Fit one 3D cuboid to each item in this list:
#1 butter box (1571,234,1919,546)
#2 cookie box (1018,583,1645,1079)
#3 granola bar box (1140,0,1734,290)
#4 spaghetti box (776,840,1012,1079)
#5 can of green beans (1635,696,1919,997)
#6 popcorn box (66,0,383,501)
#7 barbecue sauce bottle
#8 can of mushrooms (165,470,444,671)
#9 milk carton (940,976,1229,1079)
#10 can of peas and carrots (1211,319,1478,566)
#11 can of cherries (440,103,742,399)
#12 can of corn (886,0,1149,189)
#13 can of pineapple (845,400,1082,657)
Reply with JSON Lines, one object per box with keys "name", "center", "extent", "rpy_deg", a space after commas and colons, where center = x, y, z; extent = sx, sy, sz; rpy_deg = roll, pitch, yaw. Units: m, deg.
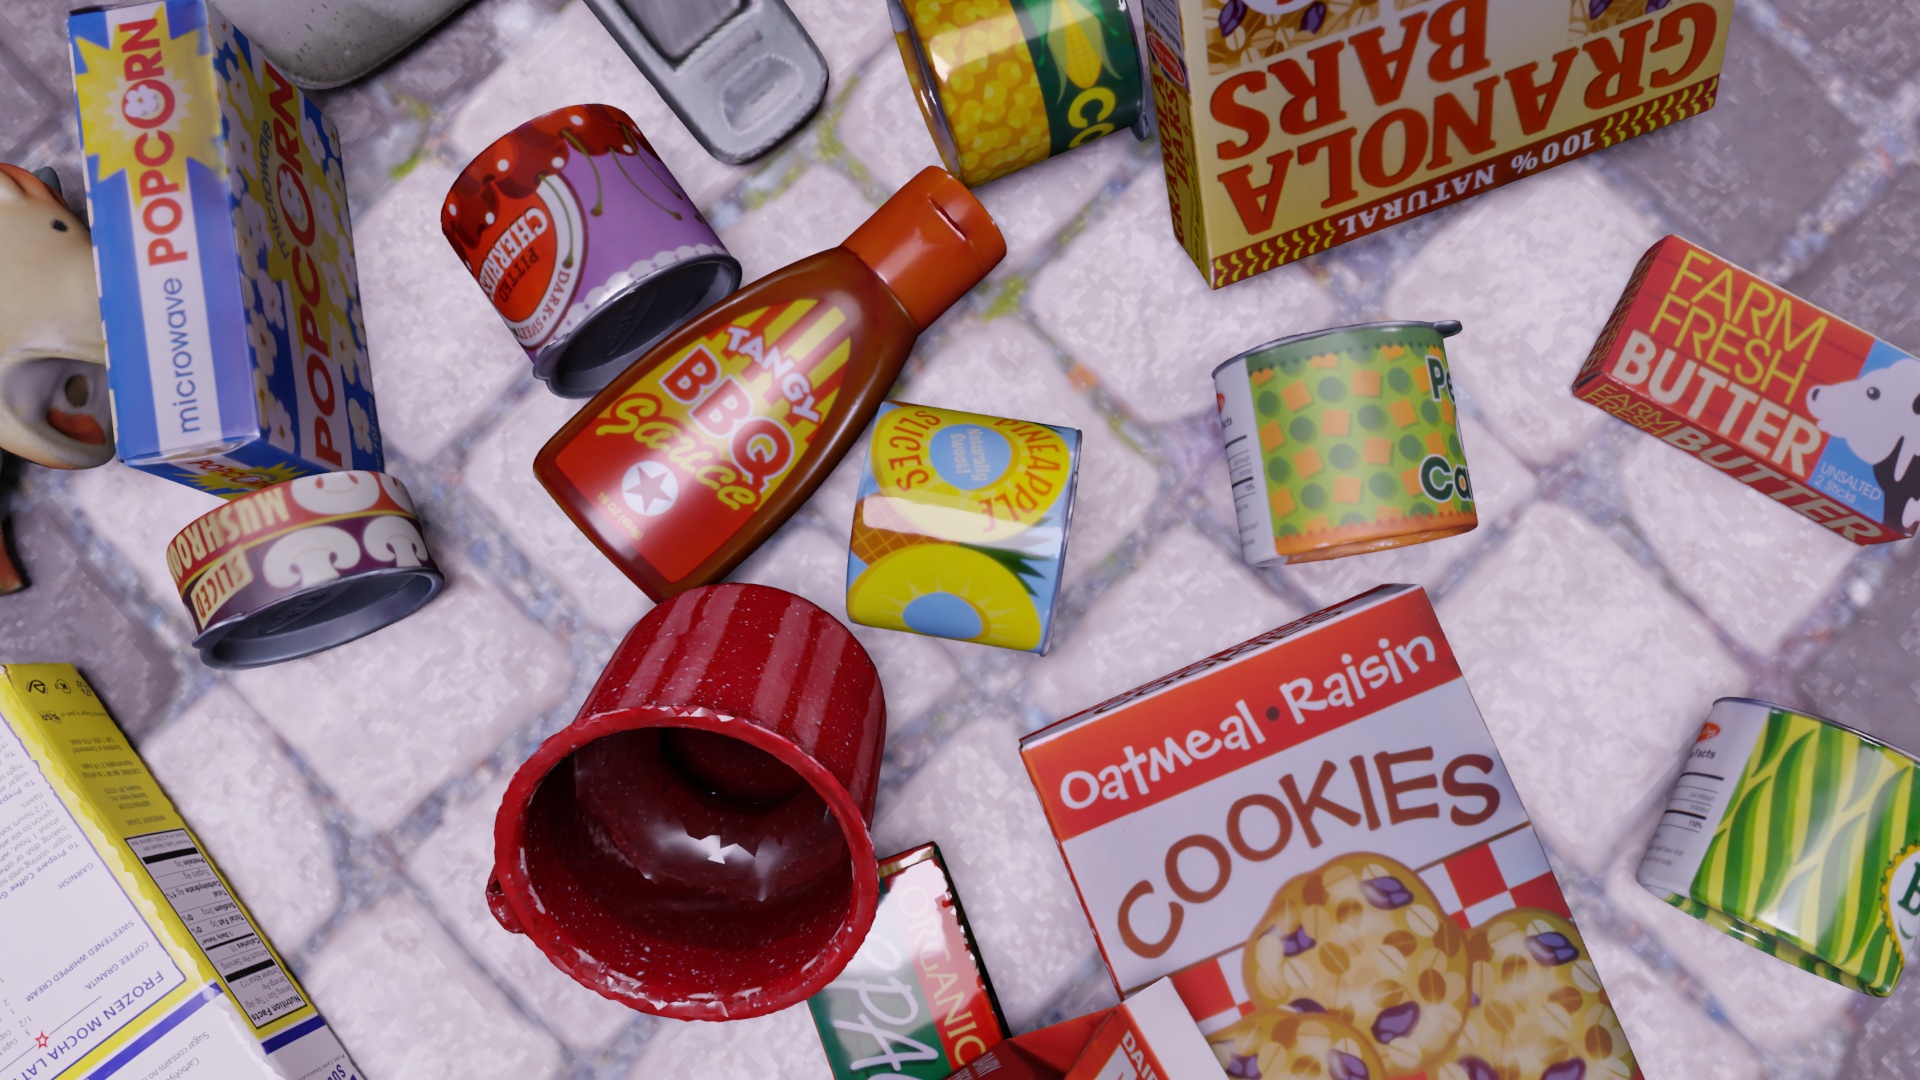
{"name": "butter box", "center": [0.246, -0.046, 0.422], "extent": [0.103, 0.024, 0.053], "rpy_deg": [28, 83, 3]}
{"name": "cookie box", "center": [0.103, 0.111, 0.394], "extent": [0.123, 0.040, 0.167], "rpy_deg": [-22, 84, -3]}
{"name": "granola bar box", "center": [0.134, -0.155, 0.390], "extent": [0.166, 0.123, 0.039], "rpy_deg": [-20, 45, -2]}
{"name": "spaghetti box", "center": [0.014, 0.209, 0.387], "extent": [0.050, 0.028, 0.250], "rpy_deg": [-21, 83, -2]}
{"name": "can of green beans", "center": [0.231, 0.084, 0.383], "extent": [0.071, 0.071, 0.058], "rpy_deg": [27, 84, 4]}
{"name": "popcorn box", "center": [-0.206, -0.076, 0.397], "extent": [0.038, 0.085, 0.127], "rpy_deg": [-11, 82, -2]}
{"name": "barbecue sauce bottle", "center": [-0.051, -0.050, 0.413], "extent": [0.148, 0.043, 0.065], "rpy_deg": [-43, 92, -5]}
{"name": "can of mushrooms", "center": [-0.186, 0.009, 0.393], "extent": [0.071, 0.071, 0.033], "rpy_deg": [-24, 82, -3]}
{"name": "milk carton", "center": [-0.012, 0.186, 0.333], "extent": [0.191, 0.073, 0.072], "rpy_deg": [-30, 84, -10]}
{"name": "can of peas and carrots", "center": [0.112, -0.026, 0.398], "extent": [0.071, 0.071, 0.059], "rpy_deg": [-8, 84, -1]}
{"name": "can of cherries", "center": [-0.109, -0.083, 0.405], "extent": [0.071, 0.071, 0.058], "rpy_deg": [-35, 84, -4]}
{"name": "can of corn", "center": [0.017, -0.143, 0.415], "extent": [0.058, 0.071, 0.071], "rpy_deg": [-22, 83, -2]}
{"name": "can of pineapple", "center": [0.001, -0.005, 0.395], "extent": [0.058, 0.071, 0.071], "rpy_deg": [9, 83, 2]}
